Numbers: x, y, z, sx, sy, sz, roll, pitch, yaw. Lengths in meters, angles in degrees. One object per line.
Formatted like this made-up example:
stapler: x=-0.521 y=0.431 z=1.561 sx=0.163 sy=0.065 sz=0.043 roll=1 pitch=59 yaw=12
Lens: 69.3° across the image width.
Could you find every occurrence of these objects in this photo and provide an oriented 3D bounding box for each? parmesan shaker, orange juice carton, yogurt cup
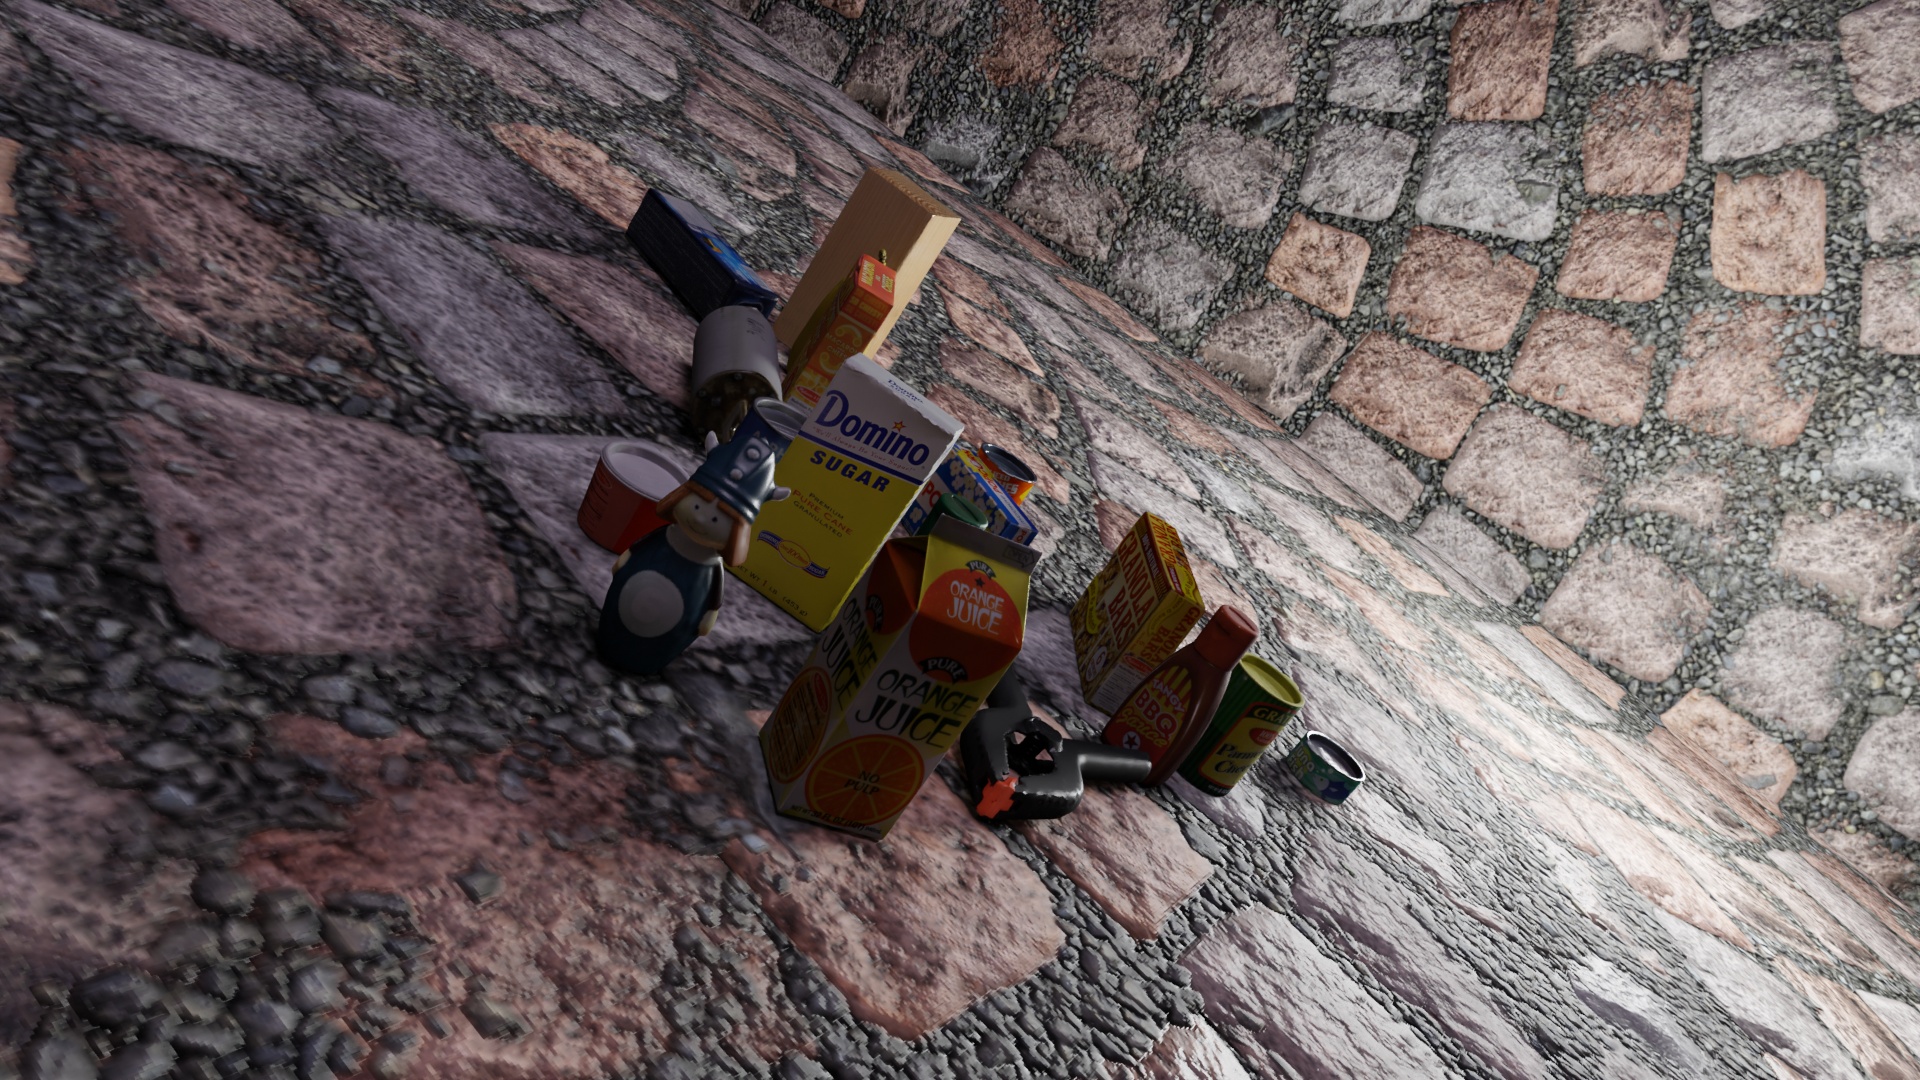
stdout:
parmesan shaker: x=0.225 y=0.151 z=1.137 sx=0.071 sy=0.102 sz=0.071 roll=30 pitch=20 yaw=-12
orange juice carton: x=-0.033 y=0.071 z=0.783 sx=0.072 sy=0.192 sz=0.073 roll=23 pitch=22 yaw=-30
yogurt cup: x=-0.217 y=-0.026 z=0.921 sx=0.072 sy=0.053 sz=0.073 roll=30 pitch=20 yaw=-12

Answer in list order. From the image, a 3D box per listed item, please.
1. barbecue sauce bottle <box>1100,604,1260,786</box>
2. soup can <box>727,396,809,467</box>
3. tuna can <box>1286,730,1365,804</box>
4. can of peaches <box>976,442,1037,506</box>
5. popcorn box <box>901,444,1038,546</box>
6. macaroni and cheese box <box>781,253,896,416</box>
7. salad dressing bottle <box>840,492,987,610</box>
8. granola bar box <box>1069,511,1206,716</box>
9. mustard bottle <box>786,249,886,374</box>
barbecue sauce bottle: x=0.172 y=0.116 z=1.067 sx=0.044 sy=0.148 sz=0.065 roll=10 pitch=30 yaw=-50
soup can: x=-0.148 y=-0.056 z=1.056 sx=0.071 sy=0.083 sz=0.071 roll=30 pitch=20 yaw=-12
tuna can: x=0.335 y=0.209 z=1.282 sx=0.071 sy=0.032 sz=0.071 roll=30 pitch=20 yaw=-12
can of peaches: x=0.033 y=-0.055 z=1.380 sx=0.071 sy=0.058 sz=0.071 roll=30 pitch=20 yaw=-12
popcorn box: x=0.004 y=-0.015 z=1.202 sx=0.038 sy=0.085 sz=0.127 roll=17 pitch=26 yaw=-41
macaroni and cheese box: x=-0.117 y=-0.166 z=1.239 sx=0.040 sy=0.166 sz=0.124 roll=30 pitch=20 yaw=-14
salad dressing bottle: x=-0.036 y=0.036 z=0.926 sx=0.044 sy=0.147 sz=0.064 roll=10 pitch=31 yaw=-51
granola bar box: x=0.148 y=0.061 z=1.195 sx=0.039 sy=0.123 sz=0.166 roll=30 pitch=20 yaw=-13
mustard bottle: x=-0.112 y=-0.219 z=1.380 sx=0.065 sy=0.159 sz=0.049 roll=42 pitch=21 yaw=22
